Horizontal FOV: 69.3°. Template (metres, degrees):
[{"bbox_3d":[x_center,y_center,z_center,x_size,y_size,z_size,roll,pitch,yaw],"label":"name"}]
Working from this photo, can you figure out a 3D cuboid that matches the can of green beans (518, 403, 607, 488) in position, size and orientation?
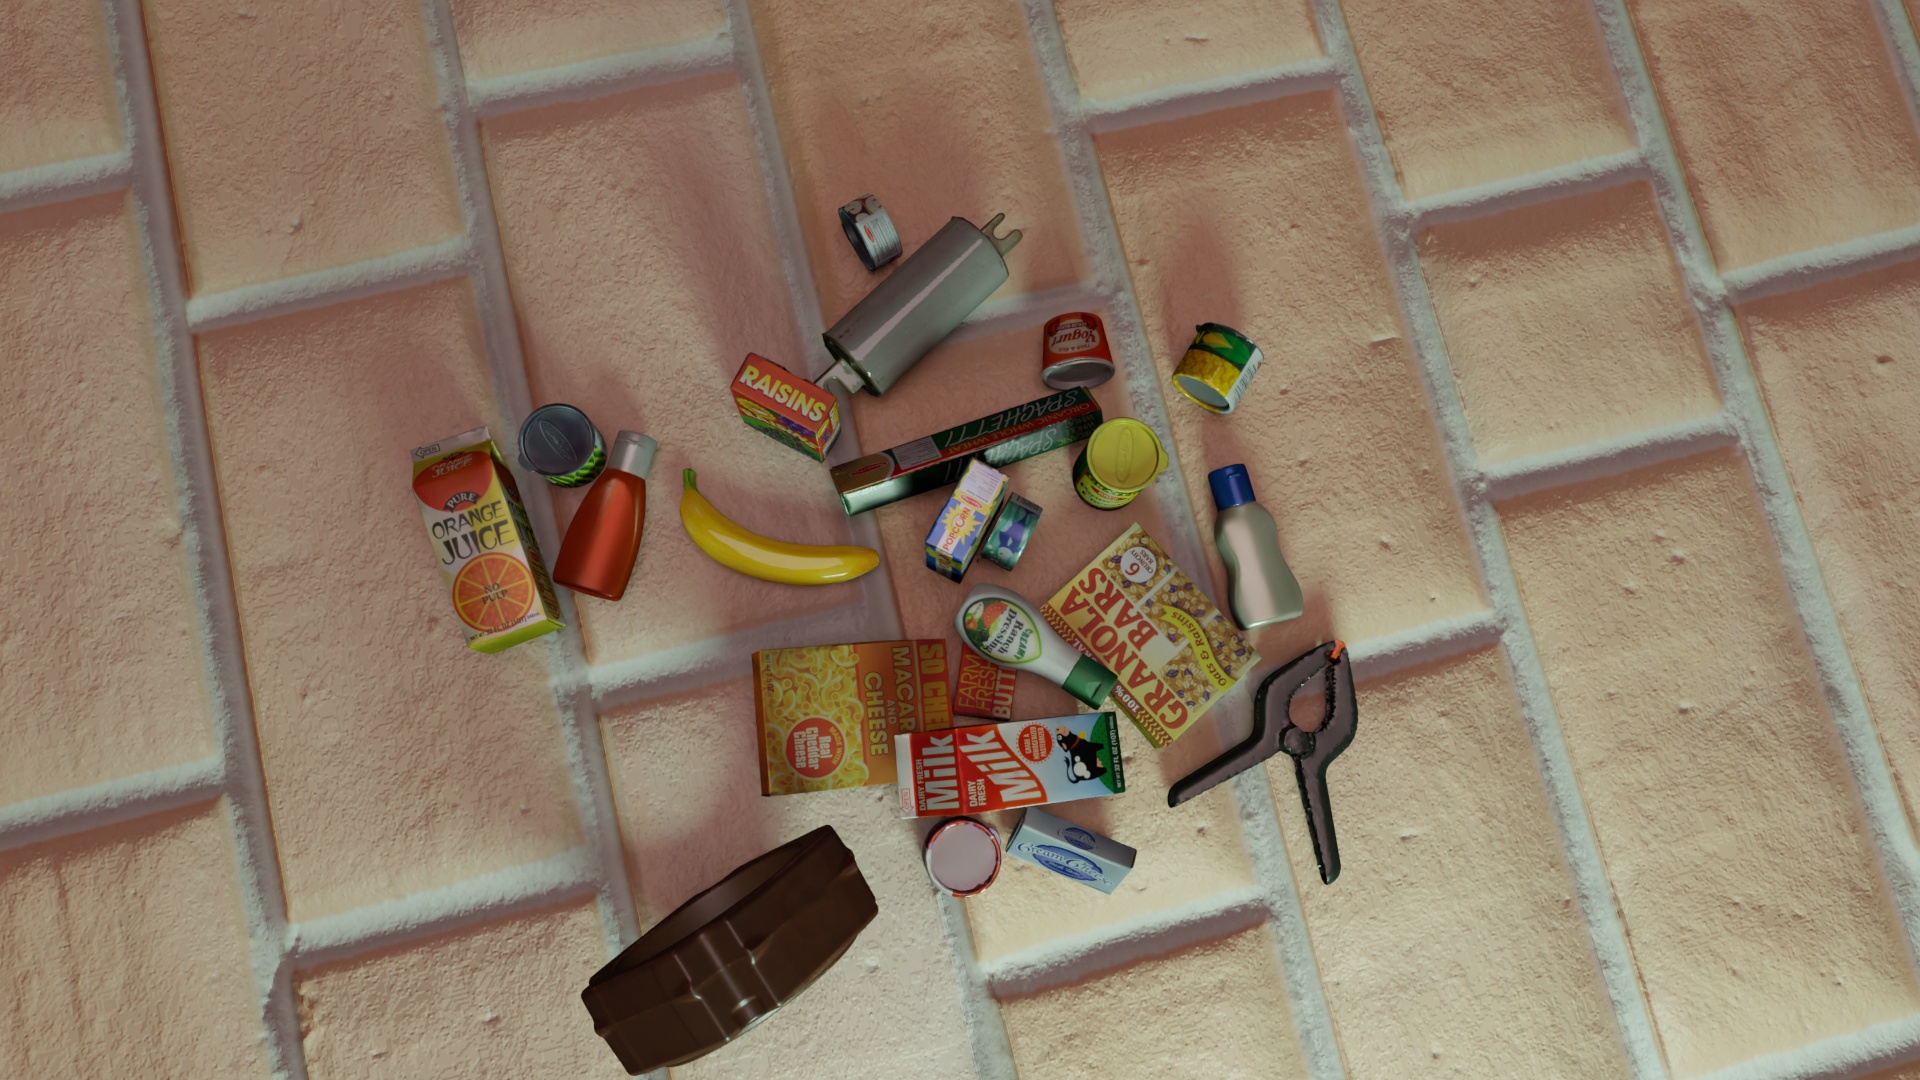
[{"bbox_3d":[-0.353,-0.083,1.237,0.071,0.057,0.071,1,81,-4],"label":"can of green beans"}]

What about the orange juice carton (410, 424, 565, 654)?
[{"bbox_3d":[-0.416,-0.003,1.212,0.072,0.073,0.193,-21,82,-6],"label":"orange juice carton"}]

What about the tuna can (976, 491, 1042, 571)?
[{"bbox_3d":[0.044,-0.005,1.244,0.033,0.071,0.071,27,80,1],"label":"tuna can"}]

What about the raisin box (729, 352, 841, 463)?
[{"bbox_3d":[-0.151,-0.115,1.222,0.086,0.123,0.040,28,81,2],"label":"raisin box"}]

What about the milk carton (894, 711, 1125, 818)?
[{"bbox_3d":[0.037,0.190,1.180,0.191,0.073,0.072,-2,82,-22],"label":"milk carton"}]

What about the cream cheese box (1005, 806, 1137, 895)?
[{"bbox_3d":[0.095,0.270,1.206,0.104,0.053,0.024,22,47,0],"label":"cream cheese box"}]

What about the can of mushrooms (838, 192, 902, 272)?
[{"bbox_3d":[-0.084,-0.286,1.286,0.033,0.071,0.071,-31,84,-7],"label":"can of mushrooms"}]

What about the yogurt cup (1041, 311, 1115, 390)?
[{"bbox_3d":[0.106,-0.175,1.279,0.072,0.072,0.054,-4,73,-4],"label":"yogurt cup"}]

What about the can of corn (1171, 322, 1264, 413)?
[{"bbox_3d":[0.235,-0.160,1.283,0.071,0.071,0.058,32,81,2],"label":"can of corn"}]

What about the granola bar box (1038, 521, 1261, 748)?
[{"bbox_3d":[0.167,0.086,1.250,0.124,0.039,0.165,-42,85,-8],"label":"granola bar box"}]

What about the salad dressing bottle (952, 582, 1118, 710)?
[{"bbox_3d":[0.066,0.093,1.209,0.148,0.044,0.064,32,99,6],"label":"salad dressing bottle"}]

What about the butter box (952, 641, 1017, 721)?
[{"bbox_3d":[0.026,0.108,1.244,0.053,0.024,0.103,9,80,-1],"label":"butter box"}]

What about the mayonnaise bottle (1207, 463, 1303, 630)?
[{"bbox_3d":[0.264,0.005,1.269,0.065,0.041,0.148,-13,80,-7],"label":"mayonnaise bottle"}]

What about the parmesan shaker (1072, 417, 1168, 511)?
[{"bbox_3d":[0.141,-0.065,1.241,0.071,0.103,0.071,0,81,-3],"label":"parmesan shaker"}]

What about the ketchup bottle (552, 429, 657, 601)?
[{"bbox_3d":[-0.310,-0.024,1.237,0.065,0.043,0.149,17,80,-1],"label":"ketchup bottle"}]

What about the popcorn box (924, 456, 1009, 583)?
[{"bbox_3d":[0.004,-0.015,1.213,0.038,0.126,0.085,29,80,4],"label":"popcorn box"}]

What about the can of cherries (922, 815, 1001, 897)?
[{"bbox_3d":[0.003,0.270,1.198,0.071,0.058,0.071,0,81,-3],"label":"can of cherries"}]

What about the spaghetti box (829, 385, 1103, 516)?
[{"bbox_3d":[0.007,-0.082,1.261,0.250,0.050,0.028,-19,126,-6],"label":"spaghetti box"}]

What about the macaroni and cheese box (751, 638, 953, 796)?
[{"bbox_3d":[-0.092,0.151,1.201,0.167,0.040,0.124,-2,82,-20],"label":"macaroni and cheese box"}]
